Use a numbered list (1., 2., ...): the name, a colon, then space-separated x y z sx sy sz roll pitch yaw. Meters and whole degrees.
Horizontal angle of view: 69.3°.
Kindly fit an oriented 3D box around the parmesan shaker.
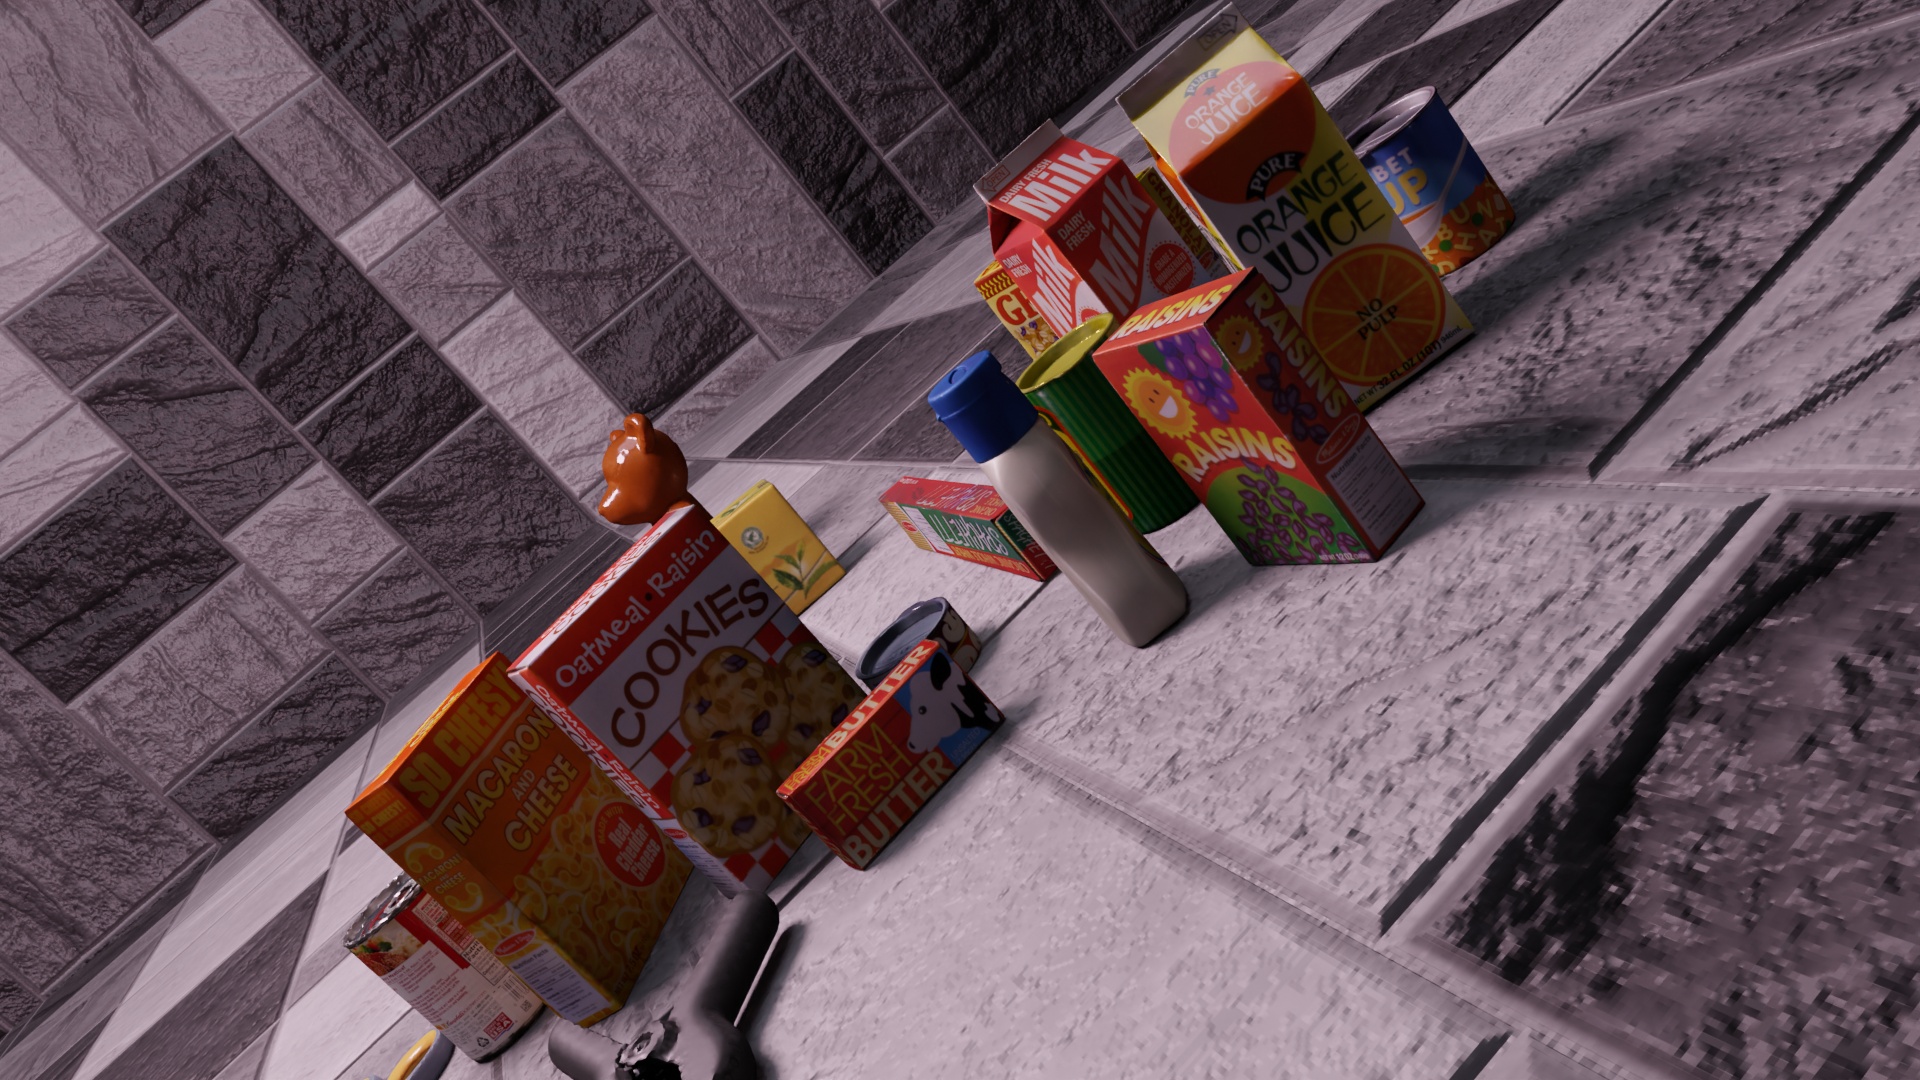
1. parmesan shaker: 0.085 -0.060 0.741 0.071 0.103 0.071 -37 15 12

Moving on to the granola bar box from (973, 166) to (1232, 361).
1. granola bar box: 0.103 -0.168 0.961 0.165 0.124 0.039 -21 25 51

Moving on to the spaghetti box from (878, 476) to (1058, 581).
1. spaghetti box: 0.003 -0.011 0.896 0.029 0.050 0.250 -43 16 -11

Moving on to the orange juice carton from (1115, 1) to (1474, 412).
1. orange juice carton: 0.160 -0.160 0.678 0.071 0.192 0.073 -37 15 11

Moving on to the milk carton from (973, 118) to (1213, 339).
1. milk carton: 0.090 -0.161 0.846 0.072 0.190 0.073 -45 16 -18

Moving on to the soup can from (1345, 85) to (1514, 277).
1. soup can: 0.251 -0.192 0.760 0.071 0.083 0.071 -37 15 12

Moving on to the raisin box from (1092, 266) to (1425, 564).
1. raisin box: 0.123 -0.048 0.580 0.040 0.123 0.086 -45 16 -19

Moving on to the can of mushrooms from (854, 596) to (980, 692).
1. can of mushrooms: -0.023 0.064 0.778 0.071 0.033 0.071 -37 16 12

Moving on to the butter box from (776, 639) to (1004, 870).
1. butter box: -0.032 0.101 0.659 0.104 0.053 0.024 -45 16 -17

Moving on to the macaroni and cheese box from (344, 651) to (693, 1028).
1. macaroni and cheese box: -0.227 0.158 0.741 0.040 0.166 0.124 -34 16 23

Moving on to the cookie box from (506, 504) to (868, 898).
1. cookie box: -0.131 0.083 0.724 0.040 0.167 0.123 -18 26 54

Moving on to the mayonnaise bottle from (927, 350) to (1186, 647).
1. mayonnaise bottle: 0.045 -0.020 0.638 0.041 0.148 0.065 -38 15 7
